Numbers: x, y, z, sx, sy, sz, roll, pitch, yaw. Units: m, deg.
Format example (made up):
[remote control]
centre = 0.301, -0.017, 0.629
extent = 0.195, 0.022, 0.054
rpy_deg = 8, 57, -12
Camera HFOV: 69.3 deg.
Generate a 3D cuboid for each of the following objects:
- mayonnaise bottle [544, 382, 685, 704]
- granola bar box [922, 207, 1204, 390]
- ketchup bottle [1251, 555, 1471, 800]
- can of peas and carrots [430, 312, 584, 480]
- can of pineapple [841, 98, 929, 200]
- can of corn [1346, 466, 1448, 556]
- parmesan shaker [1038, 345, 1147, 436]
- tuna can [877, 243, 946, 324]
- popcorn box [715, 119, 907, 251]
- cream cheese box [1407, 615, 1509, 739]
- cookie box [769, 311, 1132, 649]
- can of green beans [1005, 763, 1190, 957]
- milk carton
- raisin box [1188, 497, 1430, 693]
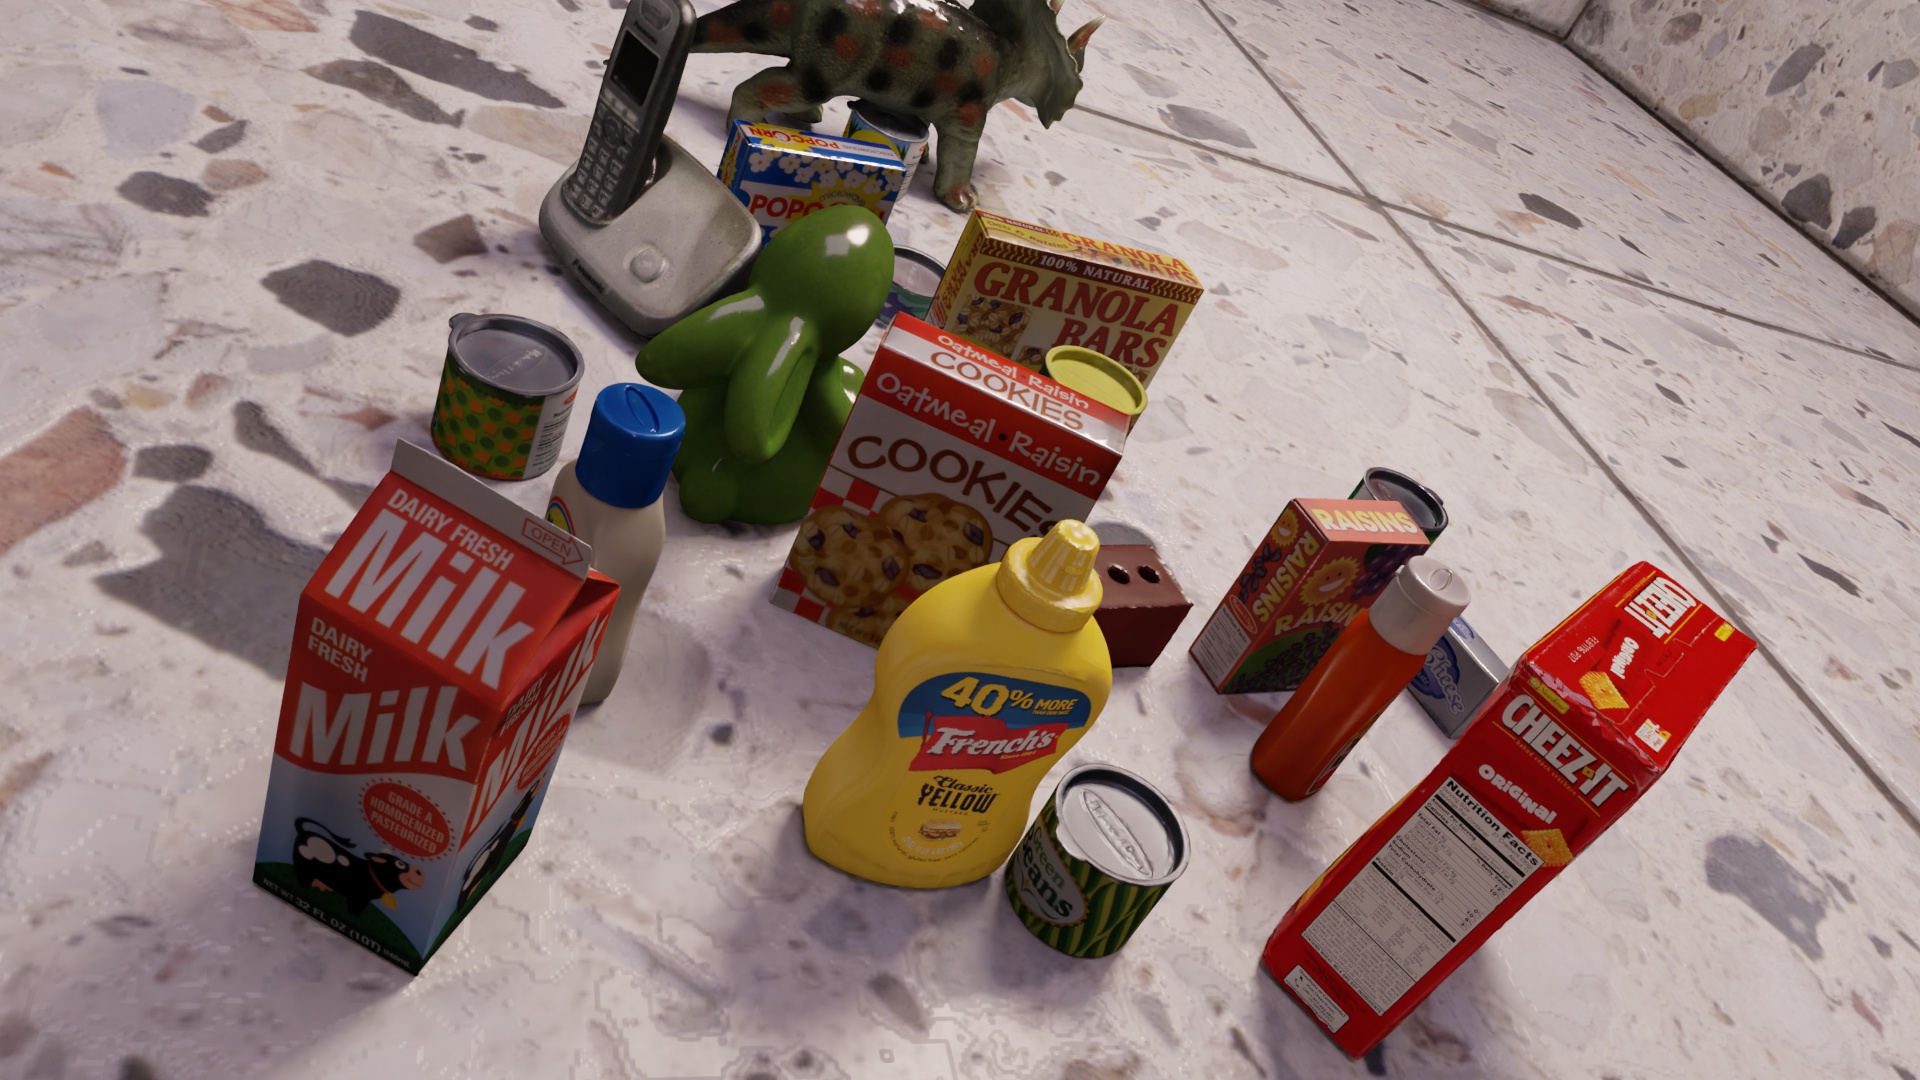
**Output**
[mayonnaise bottle]
centre = -0.154, 0.001, 0.587
extent = 0.041, 0.147, 0.065
rpy_deg = -4, 46, -37
[granola bar box]
centre = 0.062, -0.146, 0.938
extent = 0.166, 0.123, 0.039
rpy_deg = 8, 39, -26
[ketchup bottle]
centre = 0.212, 0.072, 0.737
extent = 0.043, 0.148, 0.065
rpy_deg = 39, 36, 16
[can of peas and carrots]
centre = -0.233, -0.074, 0.708
extent = 0.071, 0.058, 0.071
rpy_deg = 18, 36, -13
[can of pineapple]
centre = -0.067, -0.318, 1.129
extent = 0.071, 0.057, 0.071
rpy_deg = 18, 36, -13
[can of corn]
centre = 0.300, -0.009, 0.978
extent = 0.071, 0.058, 0.071
rpy_deg = 18, 36, -13
[parmesan shaker]
centre = 0.059, -0.056, 0.840
extent = 0.071, 0.102, 0.072
rpy_deg = 18, 36, -14
[tuna can]
centre = -0.041, -0.182, 0.995
extent = 0.071, 0.032, 0.071
rpy_deg = 18, 36, -13
[popcorn box]
centre = -0.110, -0.242, 0.981
extent = 0.127, 0.084, 0.038
rpy_deg = -1, 44, -35
[cream cheese box]
centre = 0.300, 0.070, 0.882
extent = 0.024, 0.053, 0.104
rpy_deg = 0, 44, -34
[cookie box]
centre = -0.008, -0.015, 0.686
extent = 0.123, 0.166, 0.040
rpy_deg = 24, 35, -5
[can of green beans]
centre = 0.061, 0.144, 0.625
extent = 0.071, 0.057, 0.071
rpy_deg = 18, 36, -13
[milk carton]
centre = -0.175, 0.054, 0.469
extent = 0.072, 0.189, 0.074
rpy_deg = 29, 35, 2
[raisin box]
centre = 0.200, 0.032, 0.803
extent = 0.086, 0.122, 0.040
rpy_deg = 2, 42, -32
